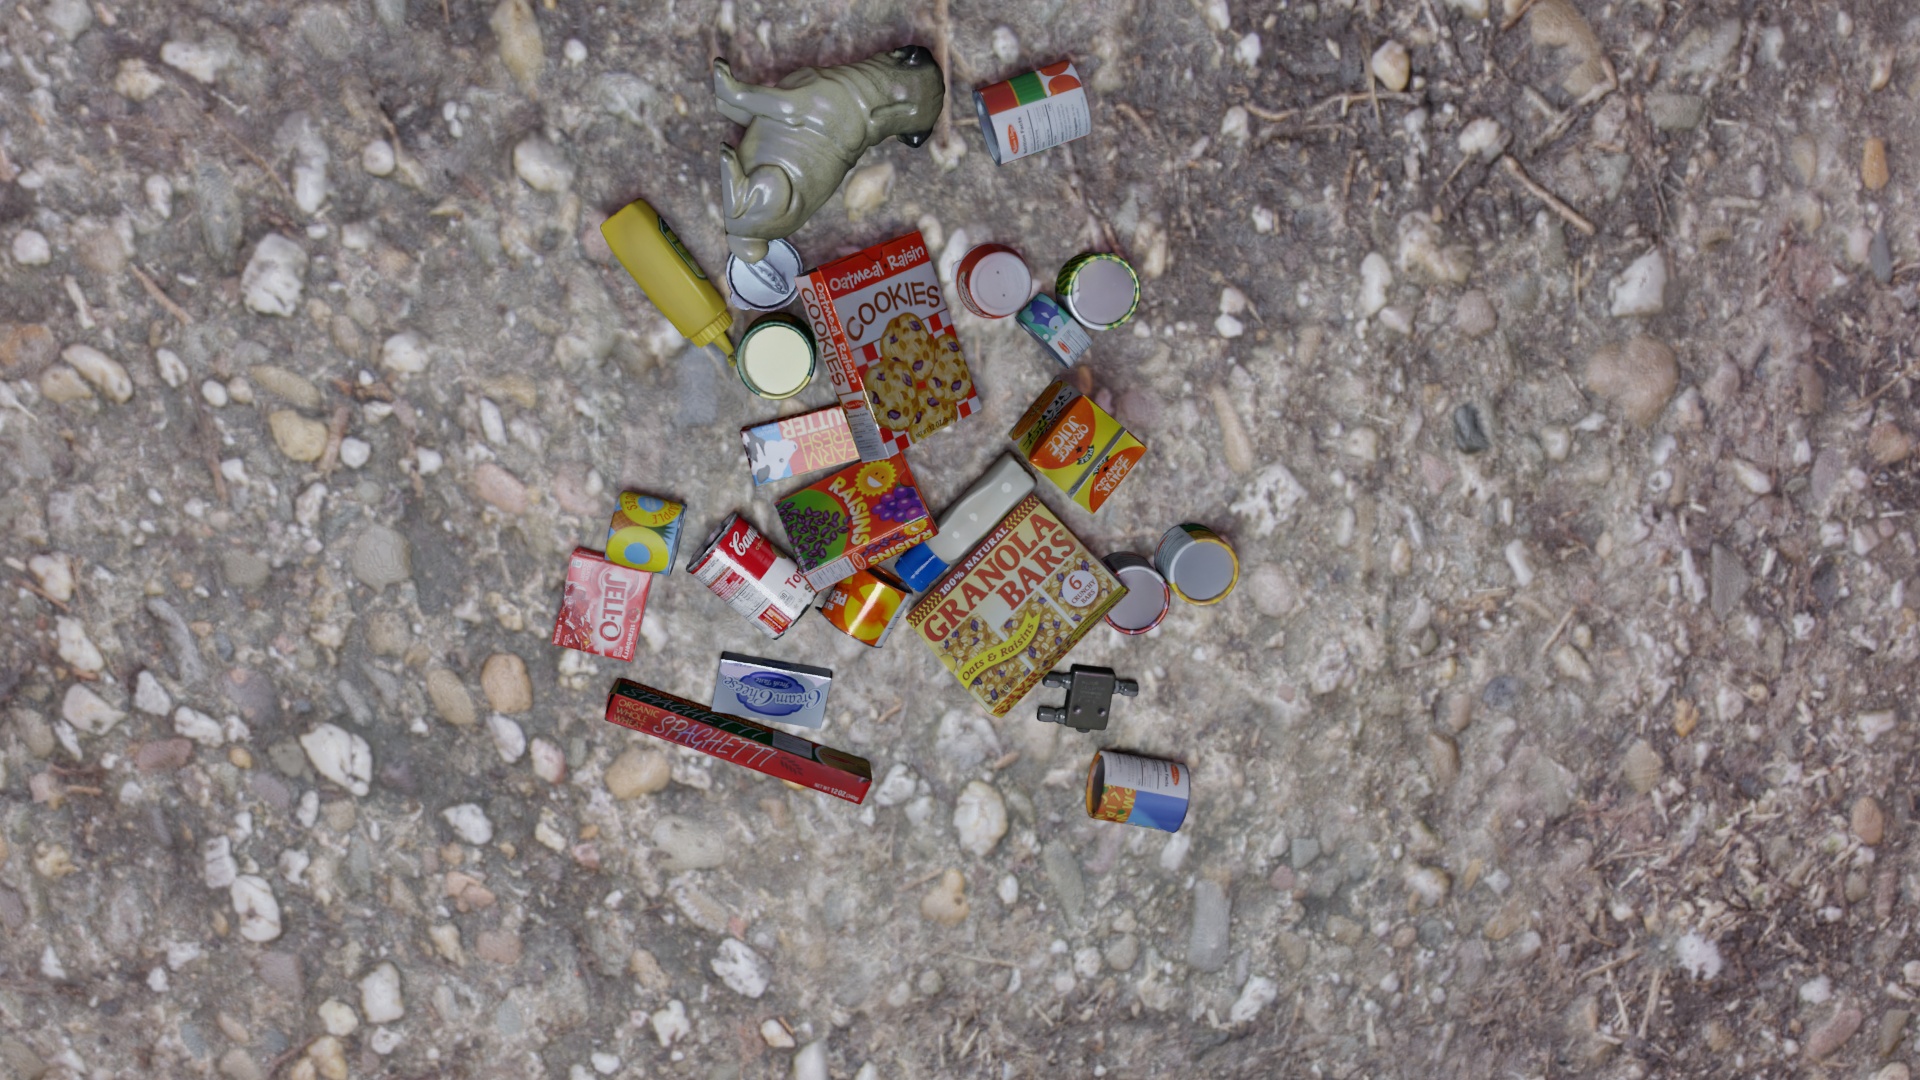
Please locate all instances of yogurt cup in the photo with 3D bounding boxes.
[{"bbox_3d":[0.031,-0.225,1.210,0.072,0.054,0.072,-2,103,-7],"label":"yogurt cup"}]

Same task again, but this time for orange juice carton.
[{"bbox_3d":[0.100,-0.081,1.177,0.073,0.193,0.071,38,97,-12],"label":"orange juice carton"}]

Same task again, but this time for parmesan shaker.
[{"bbox_3d":[-0.153,-0.159,1.178,0.071,0.103,0.071,-1,103,-6],"label":"parmesan shaker"}]

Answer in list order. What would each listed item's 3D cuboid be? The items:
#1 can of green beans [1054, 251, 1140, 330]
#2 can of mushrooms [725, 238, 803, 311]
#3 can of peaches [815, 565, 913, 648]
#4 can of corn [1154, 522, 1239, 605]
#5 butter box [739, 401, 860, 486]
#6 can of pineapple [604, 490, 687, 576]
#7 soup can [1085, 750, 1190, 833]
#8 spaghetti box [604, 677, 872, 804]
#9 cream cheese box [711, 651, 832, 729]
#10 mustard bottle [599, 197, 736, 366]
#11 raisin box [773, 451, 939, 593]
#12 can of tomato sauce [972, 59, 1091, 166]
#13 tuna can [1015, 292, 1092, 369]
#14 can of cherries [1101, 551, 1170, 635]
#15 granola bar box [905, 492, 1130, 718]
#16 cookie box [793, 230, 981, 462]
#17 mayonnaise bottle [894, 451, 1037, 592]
[{"bbox_3d":[0.120,-0.219,1.219,0.071,0.058,0.071,-1,103,-6],"label":"can of green beans"},{"bbox_3d":[-0.170,-0.230,1.197,0.071,0.033,0.071,-2,103,-7],"label":"can of mushrooms"},{"bbox_3d":[-0.086,0.054,1.251,0.071,0.071,0.058,31,97,-12],"label":"can of peaches"},{"bbox_3d":[0.220,0.023,1.282,0.071,0.058,0.071,-1,103,-6],"label":"can of corn"},{"bbox_3d":[-0.139,-0.087,1.236,0.103,0.024,0.053,-16,104,-2],"label":"butter box"},{"bbox_3d":[-0.275,-0.008,1.216,0.058,0.071,0.071,13,101,-9],"label":"can of pineapple"},{"bbox_3d":[0.167,0.240,1.321,0.084,0.071,0.071,11,101,-8],"label":"soup can"},{"bbox_3d":[-0.203,0.184,1.275,0.250,0.050,0.028,20,99,-10],"label":"spaghetti box"},{"bbox_3d":[-0.174,0.139,1.282,0.104,0.024,0.053,10,102,-8],"label":"cream cheese box"},{"bbox_3d":[-0.238,-0.215,1.180,0.049,0.065,0.160,-35,109,8],"label":"mustard bottle"},{"bbox_3d":[-0.092,-0.020,1.225,0.123,0.086,0.040,-25,147,0],"label":"raisin box"},{"bbox_3d":[0.060,-0.364,1.178,0.083,0.071,0.071,-19,104,-2],"label":"can of tomato sauce"},{"bbox_3d":[0.081,-0.186,1.220,0.071,0.071,0.033,43,94,-13],"label":"tuna can"},{"bbox_3d":[0.155,0.051,1.281,0.071,0.058,0.071,-1,102,-6],"label":"can of cherries"},{"bbox_3d":[0.050,0.058,1.249,0.165,0.039,0.124,-45,66,4],"label":"granola bar box"},{"bbox_3d":[-0.059,-0.167,1.185,0.123,0.040,0.167,-31,108,-40],"label":"cookie box"},{"bbox_3d":[0.004,-0.016,1.250,0.148,0.065,0.041,-44,97,8],"label":"mayonnaise bottle"}]
